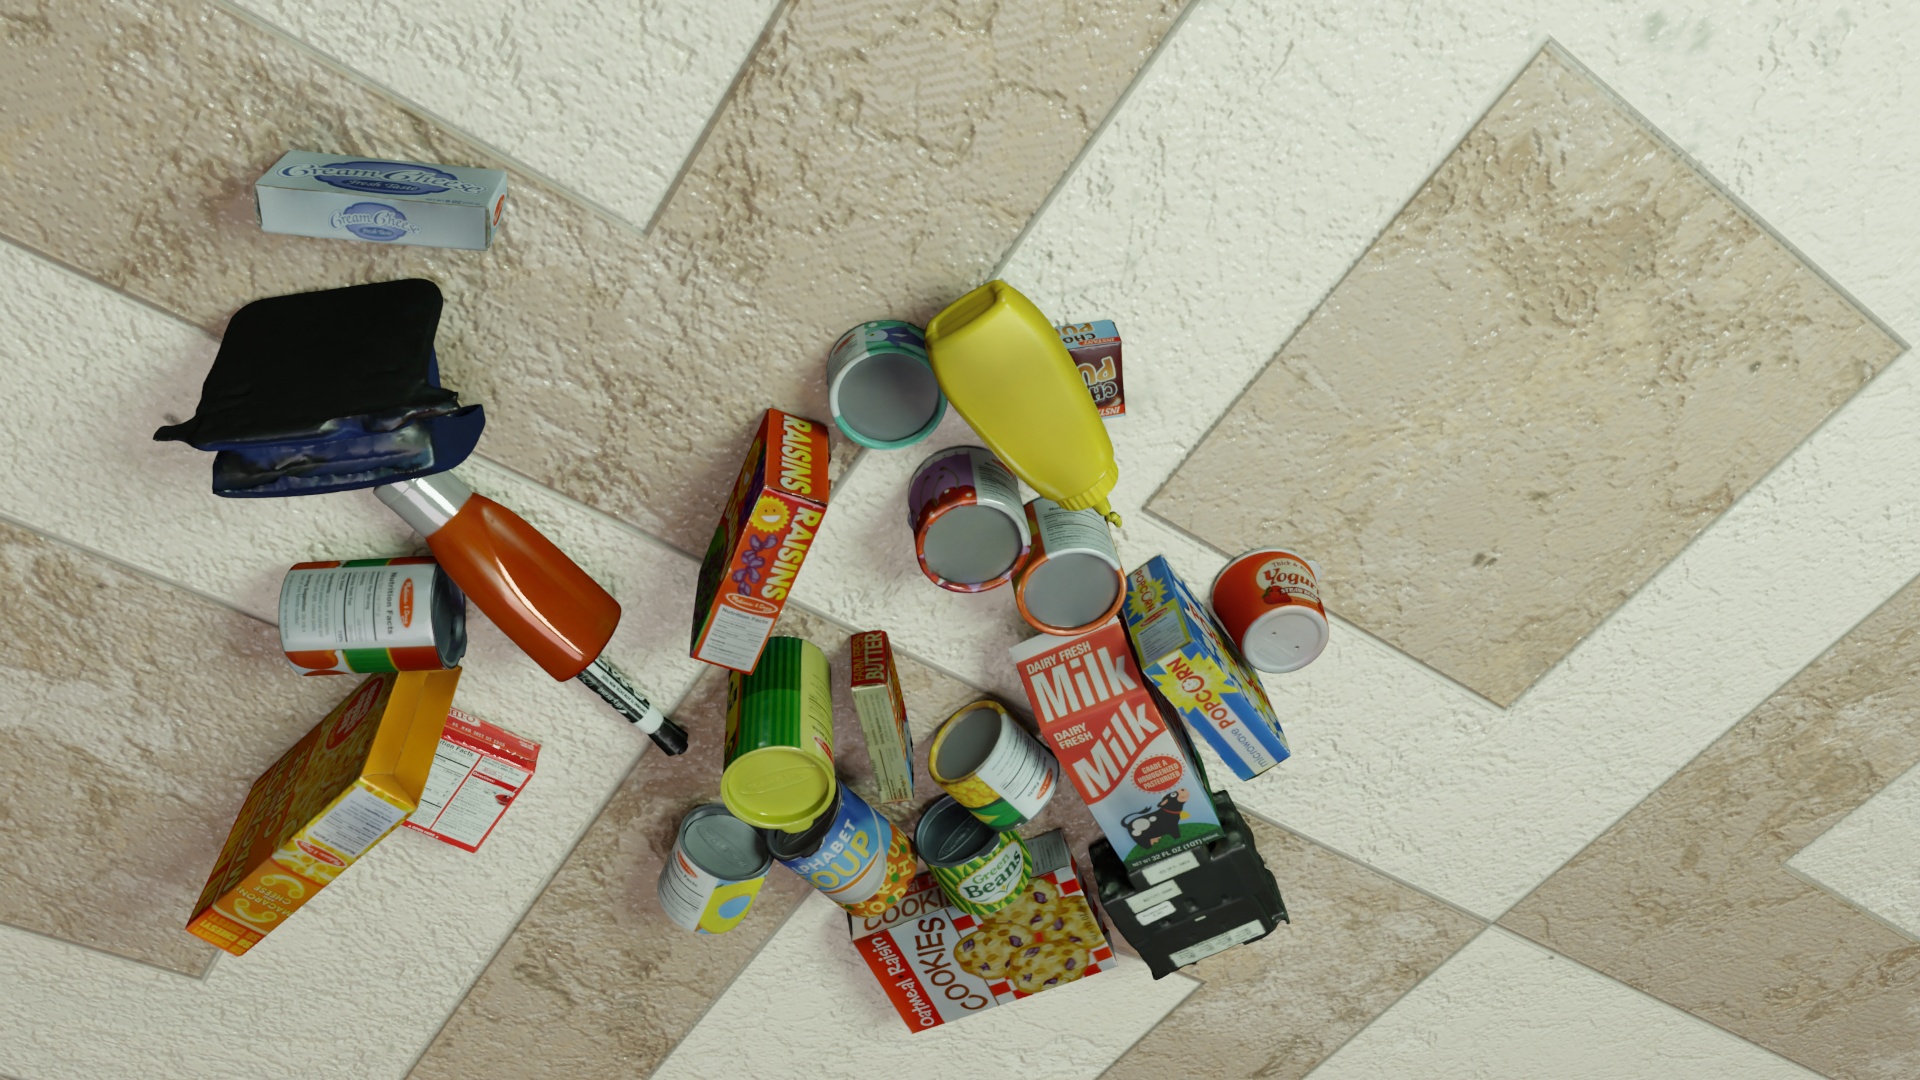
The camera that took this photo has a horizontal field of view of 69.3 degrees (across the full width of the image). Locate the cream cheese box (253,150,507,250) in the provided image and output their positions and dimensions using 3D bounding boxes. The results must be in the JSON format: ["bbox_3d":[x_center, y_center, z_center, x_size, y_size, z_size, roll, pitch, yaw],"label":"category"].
[{"bbox_3d":[-0.274,-0.162,0.663,0.104,0.053,0.024,3,122,-10],"label":"cream cheese box"}]

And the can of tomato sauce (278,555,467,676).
[{"bbox_3d":[-0.332,0.043,0.790,0.083,0.071,0.070,-3,125,-5],"label":"can of tomato sauce"}]

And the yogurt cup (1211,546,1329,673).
[{"bbox_3d":[0.196,0.046,0.868,0.072,0.054,0.072,-3,125,-4],"label":"yogurt cup"}]

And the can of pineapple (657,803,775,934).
[{"bbox_3d":[-0.163,0.220,0.934,0.071,0.071,0.057,16,122,-17],"label":"can of pineapple"}]

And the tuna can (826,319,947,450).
[{"bbox_3d":[-0.038,-0.083,0.760,0.071,0.033,0.070,-3,125,-5],"label":"tuna can"}]

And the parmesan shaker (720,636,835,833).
[{"bbox_3d":[-0.110,0.117,0.846,0.071,0.103,0.071,-3,124,-5],"label":"parmesan shaker"}]

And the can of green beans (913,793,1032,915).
[{"bbox_3d":[0.009,0.213,0.950,0.071,0.071,0.057,-22,125,8],"label":"can of green beans"}]

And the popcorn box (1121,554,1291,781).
[{"bbox_3d":[0.151,0.081,0.866,0.038,0.085,0.126,-33,122,16],"label":"popcorn box"}]

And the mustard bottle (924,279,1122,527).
[{"bbox_3d":[0.043,-0.062,0.738,0.065,0.049,0.159,-29,123,13],"label":"mustard bottle"}]

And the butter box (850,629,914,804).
[{"bbox_3d":[-0.049,0.113,0.882,0.024,0.053,0.103,-9,124,2],"label":"butter box"}]

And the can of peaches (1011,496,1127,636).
[{"bbox_3d":[0.061,0.017,0.827,0.071,0.058,0.071,-4,124,-5],"label":"can of peaches"}]

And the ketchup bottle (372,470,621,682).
[{"bbox_3d":[-0.259,0.011,0.781,0.043,0.065,0.148,-33,113,22],"label":"ketchup bottle"}]

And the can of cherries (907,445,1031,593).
[{"bbox_3d":[0.003,-0.010,0.801,0.071,0.059,0.071,-4,125,-5],"label":"can of cherries"}]

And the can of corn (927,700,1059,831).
[{"bbox_3d":[0.019,0.147,0.908,0.071,0.071,0.058,-36,121,17],"label":"can of corn"}]

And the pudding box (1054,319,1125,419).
[{"bbox_3d":[0.047,-0.090,0.769,0.084,0.030,0.049,-8,125,-2],"label":"pudding box"}]

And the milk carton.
[{"bbox_3d":[0.100,0.120,0.894,0.072,0.074,0.190,-24,124,12],"label":"milk carton"}]

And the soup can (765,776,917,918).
[{"bbox_3d":[-0.078,0.207,0.932,0.071,0.072,0.083,-35,122,16],"label":"soup can"}]

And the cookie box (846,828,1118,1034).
[{"bbox_3d":[0.017,0.289,1.021,0.167,0.040,0.122,-20,124,5],"label":"cookie box"}]

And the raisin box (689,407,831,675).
[{"bbox_3d":[-0.111,0.000,0.776,0.040,0.086,0.122,18,120,-17],"label":"raisin box"}]

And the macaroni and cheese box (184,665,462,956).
[{"bbox_3d":[-0.374,0.151,0.823,0.166,0.124,0.040,-38,119,19],"label":"macaroni and cheese box"}]
